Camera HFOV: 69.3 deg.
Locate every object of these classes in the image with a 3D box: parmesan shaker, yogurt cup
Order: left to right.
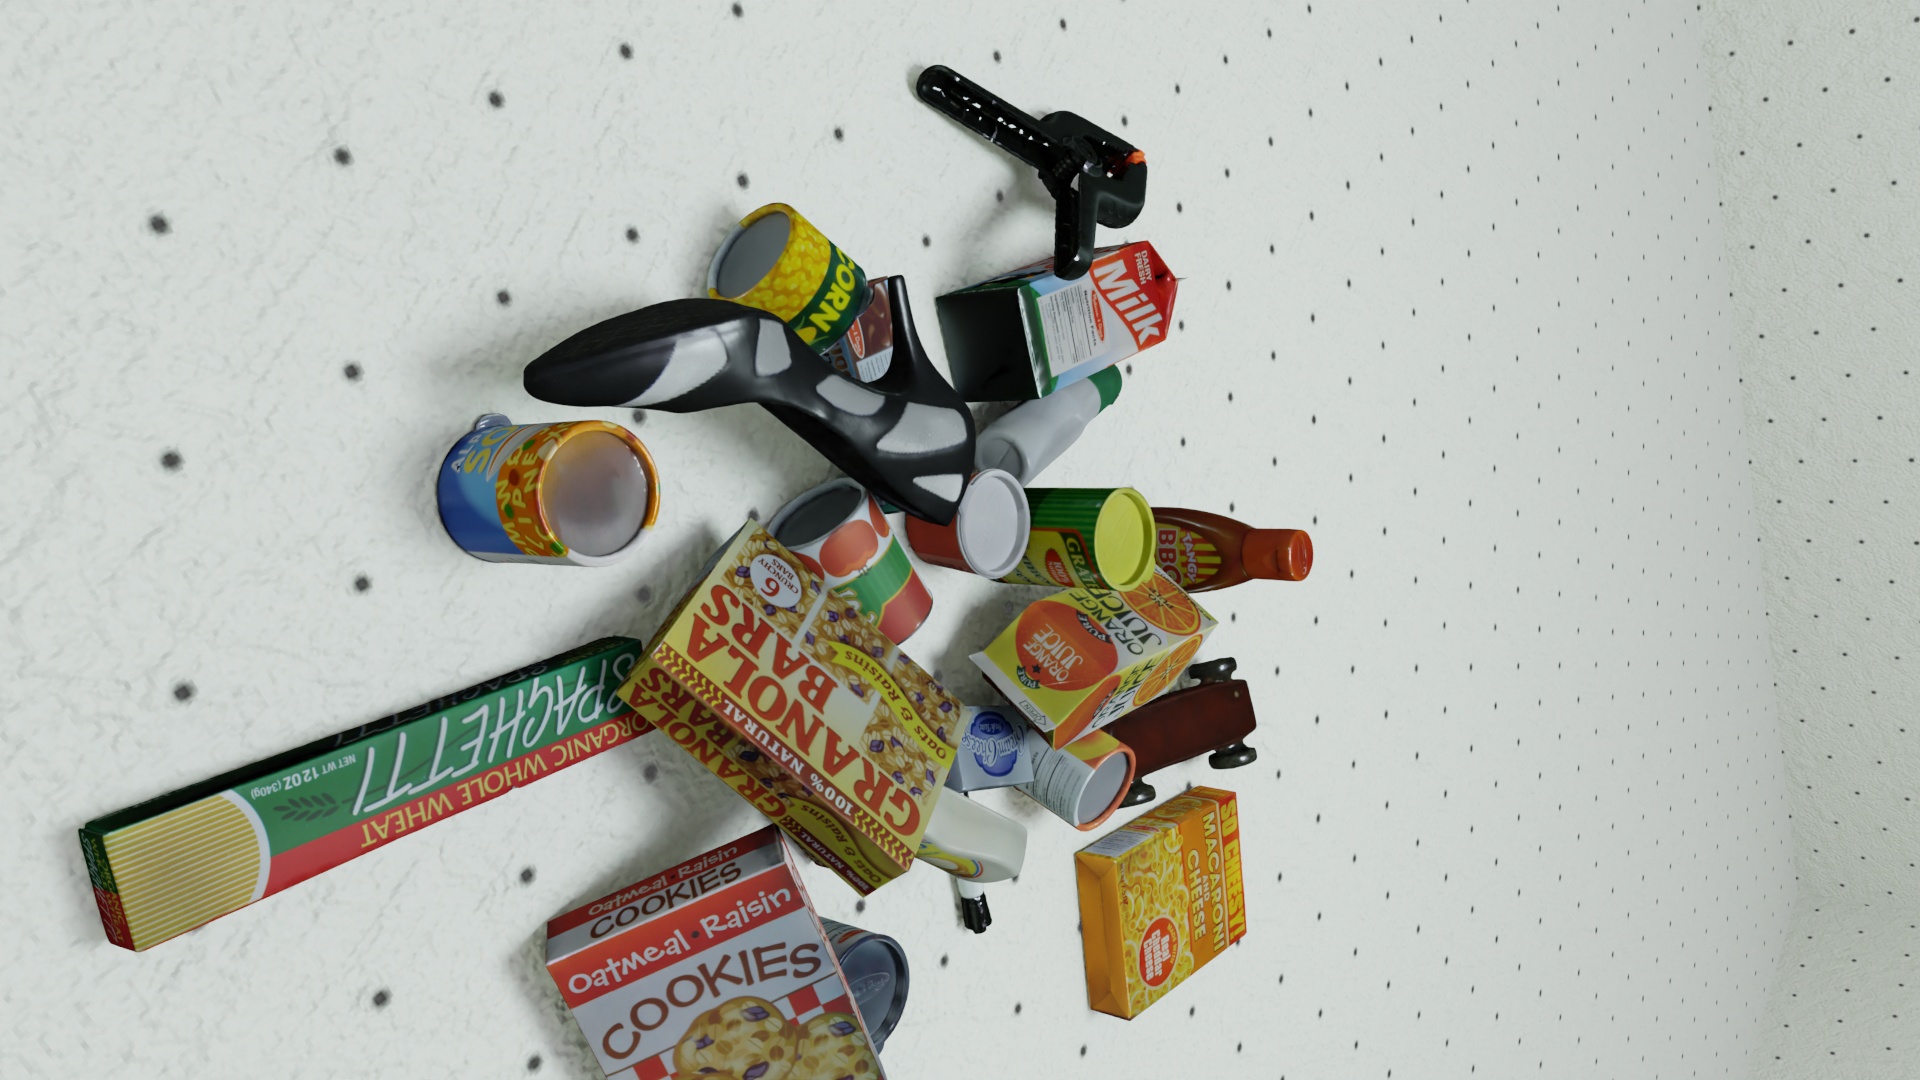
[{"bbox_3d":[0.003,-0.011,0.873,0.072,0.054,0.072,-2,93,-49],"label":"yogurt cup"},{"bbox_3d":[0.068,0.000,0.910,0.071,0.103,0.071,-2,92,-48],"label":"parmesan shaker"}]

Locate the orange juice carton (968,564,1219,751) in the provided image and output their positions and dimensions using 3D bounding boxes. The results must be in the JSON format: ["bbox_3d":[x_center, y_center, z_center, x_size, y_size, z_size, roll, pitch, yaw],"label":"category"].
[{"bbox_3d":[0.085,0.077,0.927,0.193,0.072,0.072,-16,144,-51],"label":"orange juice carton"}]

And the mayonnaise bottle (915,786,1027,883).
[{"bbox_3d":[-0.028,0.159,0.799,0.148,0.064,0.041,33,58,-40],"label":"mayonnaise bottle"}]

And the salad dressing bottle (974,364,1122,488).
[{"bbox_3d":[0.063,-0.083,0.941,0.044,0.064,0.148,39,41,9],"label":"salad dressing bottle"}]

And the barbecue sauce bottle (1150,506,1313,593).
[{"bbox_3d":[0.179,0.008,1.003,0.044,0.148,0.064,-21,107,-47],"label":"barbecue sauce bottle"}]

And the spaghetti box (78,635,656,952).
[{"bbox_3d":[-0.243,0.101,0.614,0.251,0.028,0.050,-21,106,-46],"label":"spaghetti box"}]

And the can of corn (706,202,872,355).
[{"bbox_3d":[-0.092,-0.140,0.749,0.058,0.071,0.071,37,64,-42],"label":"can of corn"}]

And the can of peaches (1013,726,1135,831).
[{"bbox_3d":[0.079,0.155,0.945,0.071,0.058,0.071,-29,133,-36],"label":"can of peaches"}]

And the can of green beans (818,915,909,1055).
[{"bbox_3d":[-0.072,0.252,0.791,0.071,0.058,0.071,-2,92,-49],"label":"can of green beans"}]

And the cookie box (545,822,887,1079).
[{"bbox_3d":[-0.119,0.242,0.706,0.123,0.040,0.166,-22,112,-8],"label":"cookie box"}]

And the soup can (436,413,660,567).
[{"bbox_3d":[-0.188,-0.024,0.633,0.071,0.083,0.071,-1,92,-48],"label":"soup can"}]

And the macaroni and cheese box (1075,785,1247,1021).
[{"bbox_3d":[0.157,0.272,1.066,0.167,0.040,0.123,-14,101,-47],"label":"macaroni and cheese box"}]

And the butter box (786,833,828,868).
[{"bbox_3d":[-0.068,0.135,0.819,0.053,0.024,0.104,54,53,-34],"label":"butter box"}]

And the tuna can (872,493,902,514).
[{"bbox_3d":[-0.035,-0.044,0.821,0.071,0.071,0.032,-41,120,-40],"label":"tuna can"}]

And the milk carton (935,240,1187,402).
[{"bbox_3d":[0.076,-0.154,0.940,0.191,0.072,0.073,-29,112,-44],"label":"milk carton"}]

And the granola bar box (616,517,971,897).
[{"bbox_3d":[-0.080,0.084,0.718,0.165,0.039,0.125,43,35,-12],"label":"granola bar box"}]

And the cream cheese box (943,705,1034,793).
[{"bbox_3d":[0.012,0.132,0.884,0.104,0.024,0.053,11,67,-62],"label":"cream cheese box"}]

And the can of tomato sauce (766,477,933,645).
[{"bbox_3d":[-0.064,0.017,0.788,0.071,0.071,0.082,-51,126,-35],"label":"can of tomato sauce"}]

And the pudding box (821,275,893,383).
[{"bbox_3d":[-0.056,-0.110,0.821,0.050,0.030,0.083,-32,114,-42],"label":"pudding box"}]
